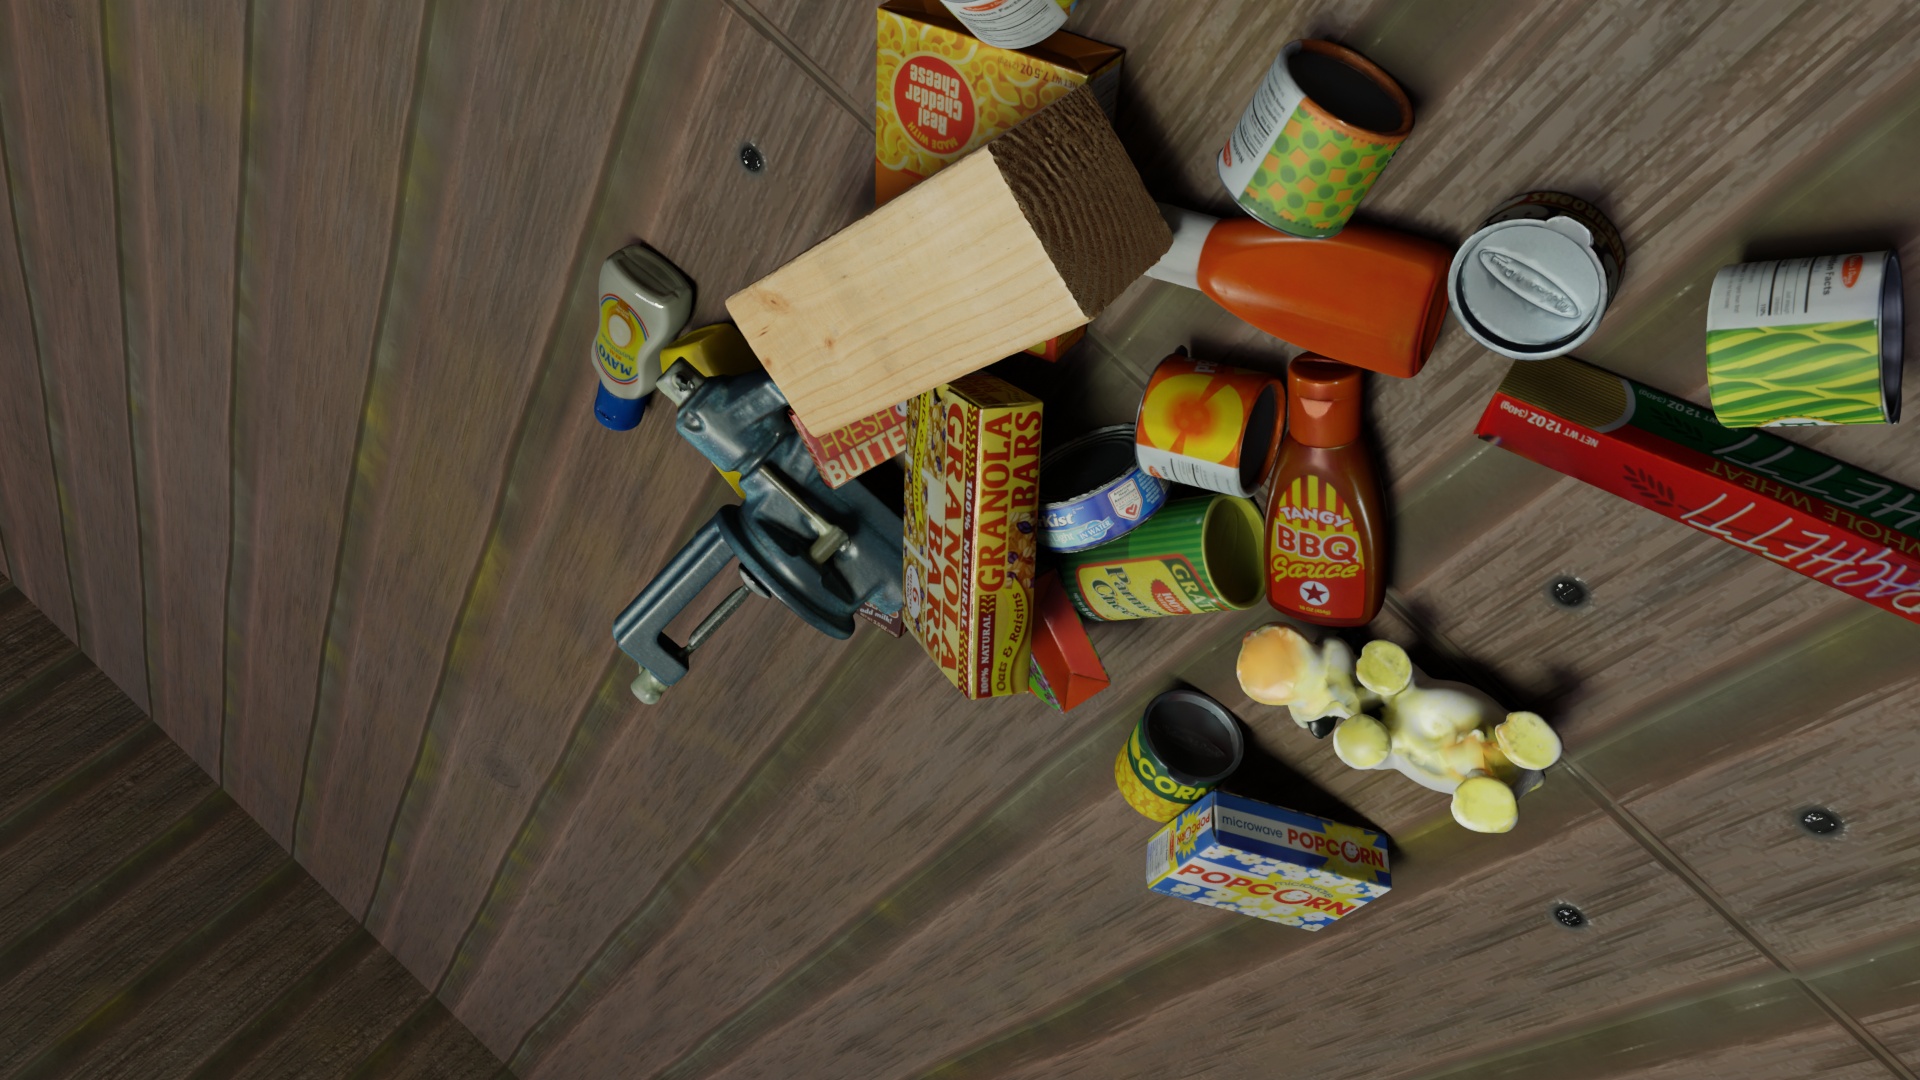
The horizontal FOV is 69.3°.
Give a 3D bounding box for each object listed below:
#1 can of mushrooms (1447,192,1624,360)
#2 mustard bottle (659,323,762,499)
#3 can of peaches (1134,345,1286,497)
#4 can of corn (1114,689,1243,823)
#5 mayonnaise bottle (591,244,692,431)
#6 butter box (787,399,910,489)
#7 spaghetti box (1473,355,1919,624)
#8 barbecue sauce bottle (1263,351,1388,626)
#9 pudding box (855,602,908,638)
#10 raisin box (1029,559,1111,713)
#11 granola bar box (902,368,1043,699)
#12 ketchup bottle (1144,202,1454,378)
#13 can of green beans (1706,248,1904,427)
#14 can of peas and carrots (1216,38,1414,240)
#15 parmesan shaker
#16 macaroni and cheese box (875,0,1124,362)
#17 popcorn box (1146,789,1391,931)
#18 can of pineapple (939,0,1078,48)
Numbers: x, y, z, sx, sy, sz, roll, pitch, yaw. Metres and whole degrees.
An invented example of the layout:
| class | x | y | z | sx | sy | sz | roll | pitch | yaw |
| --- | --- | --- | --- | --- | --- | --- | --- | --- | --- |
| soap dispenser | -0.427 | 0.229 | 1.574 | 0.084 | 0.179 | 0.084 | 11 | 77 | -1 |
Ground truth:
| class | x | y | z | sx | sy | sz | roll | pitch | yaw |
| --- | --- | --- | --- | --- | --- | --- | --- | --- | --- |
| can of mushrooms | 0.250 | -0.116 | 0.601 | 0.071 | 0.034 | 0.070 | 23 | 135 | 25 |
| mustard bottle | -0.148 | -0.071 | 0.963 | 0.065 | 0.049 | 0.159 | -1 | 122 | 43 |
| can of peaches | 0.131 | -0.062 | 0.723 | 0.058 | 0.071 | 0.071 | 17 | 132 | 29 |
| can of corn | 0.137 | 0.140 | 0.881 | 0.071 | 0.071 | 0.058 | 35 | 140 | 12 |
| mayonnaise bottle | -0.232 | -0.137 | 0.983 | 0.065 | 0.041 | 0.147 | 39 | 139 | 8 |
| butter box | -0.046 | -0.078 | 0.834 | 0.053 | 0.103 | 0.024 | 65 | 172 | -20 |
| spaghetti box | 0.348 | -0.016 | 0.589 | 0.250 | 0.050 | 0.028 | 27 | 138 | 20 |
| barbecue sauce bottle | 0.189 | -0.026 | 0.719 | 0.065 | 0.044 | 0.147 | 11 | 129 | 28 |
| pudding box | -0.066 | 0.027 | 0.989 | 0.084 | 0.030 | 0.049 | 30 | 137 | 17 |
| raisin box | 0.037 | 0.048 | 0.872 | 0.086 | 0.040 | 0.123 | 62 | 166 | -19 |
| granola bar box | 0.003 | -0.010 | 0.788 | 0.124 | 0.039 | 0.165 | -139 | 48 | -64 |
| ketchup bottle | 0.155 | -0.127 | 0.664 | 0.149 | 0.044 | 0.064 | 22 | 134 | 25 |
| can of green beans | 0.329 | -0.077 | 0.541 | 0.058 | 0.071 | 0.071 | 1 | 123 | 40 |
| can of peas and carrots | 0.157 | -0.175 | 0.607 | 0.071 | 0.071 | 0.058 | 38 | 139 | 8 |
| parmesan shaker | 0.118 | 0.012 | 0.796 | 0.103 | 0.072 | 0.071 | -10 | 116 | 44 |
| macaroni and cheese box | 0.013 | -0.189 | 0.734 | 0.124 | 0.040 | 0.165 | 26 | 136 | 22 |
| popcorn box | 0.191 | 0.201 | 0.867 | 0.127 | 0.038 | 0.084 | 17 | 141 | -15 |
| can of pineapple | 0.017 | -0.268 | 0.633 | 0.071 | 0.058 | 0.071 | -2 | 86 | 24 |
